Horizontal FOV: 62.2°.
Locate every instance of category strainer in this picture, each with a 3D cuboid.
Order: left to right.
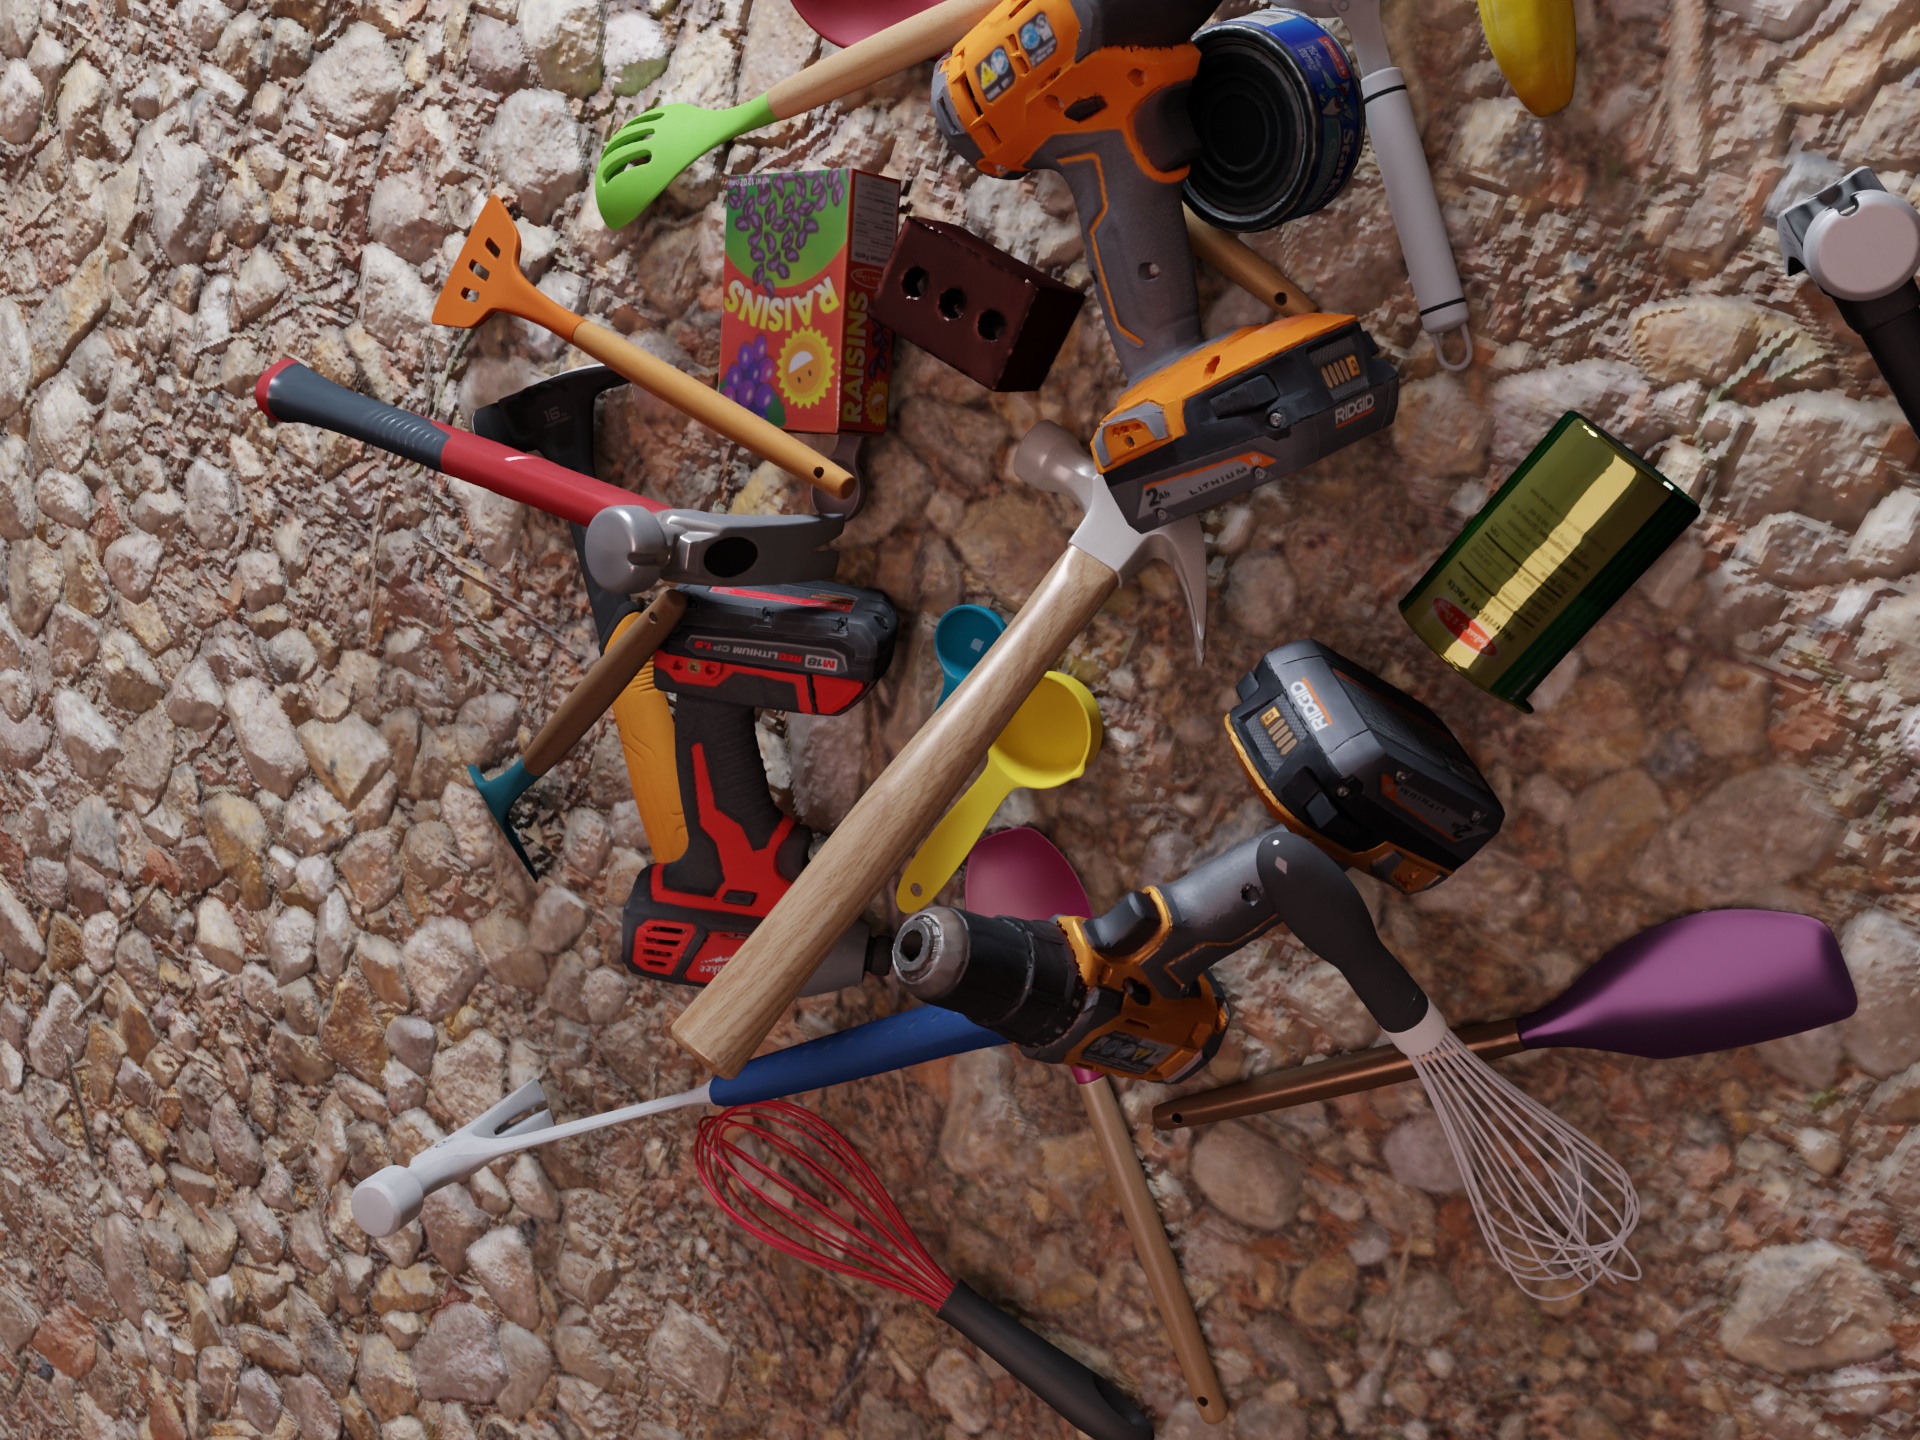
[{"bbox_3d":[0.173,-0.270,0.656,0.087,0.050,0.258,-16,96,14],"label":"strainer"}]

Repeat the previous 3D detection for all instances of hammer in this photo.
[{"bbox_3d":[-0.238,-0.135,0.832,0.387,0.143,0.038,23,110,35],"label":"hammer"},{"bbox_3d":[-0.176,-0.027,0.883,0.127,0.034,0.337,-12,94,29],"label":"hammer"},{"bbox_3d":[-0.136,0.199,0.863,0.405,0.144,0.035,-20,93,23],"label":"hammer"},{"bbox_3d":[-0.007,0.018,0.704,0.130,0.031,0.331,34,78,21],"label":"hammer"},{"bbox_3d":[0.380,-0.043,0.562,0.035,0.146,0.334,-29,98,29],"label":"hammer"}]

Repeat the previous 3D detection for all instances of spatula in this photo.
[{"bbox_3d":[-0.207,0.007,0.840,0.317,0.044,0.082,-37,80,47],"label":"spatula"},{"bbox_3d":[-0.171,-0.186,0.816,0.323,0.041,0.081,33,99,25],"label":"spatula"},{"bbox_3d":[0.228,0.145,0.719,0.316,0.018,0.060,-22,89,27],"label":"spatula"}]

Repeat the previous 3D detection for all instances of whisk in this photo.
[{"bbox_3d":[-0.022,0.299,0.857,0.296,0.073,0.073,33,113,13],"label":"whisk"},{"bbox_3d":[0.202,0.143,0.652,0.070,0.070,0.284,-27,116,29],"label":"whisk"}]

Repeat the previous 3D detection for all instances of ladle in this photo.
[{"bbox_3d":[0.038,-0.278,0.729,0.315,0.031,0.069,41,126,12],"label":"ladle"}]

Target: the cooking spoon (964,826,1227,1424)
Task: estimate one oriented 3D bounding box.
[{"bbox_3d":[0.075,0.206,0.809,0.069,0.017,0.319,-20,90,24],"label":"cooking spoon"}]

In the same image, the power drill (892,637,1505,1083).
[{"bbox_3d":[0.095,0.069,0.683,0.226,0.185,0.084,-45,44,24],"label":"power drill"}]

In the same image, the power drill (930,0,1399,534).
[{"bbox_3d":[0.088,-0.205,0.643,0.164,0.084,0.226,-18,99,55],"label":"power drill"}]

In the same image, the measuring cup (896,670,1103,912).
[{"bbox_3d":[0.016,0.039,0.800,0.062,0.029,0.156,44,116,15],"label":"measuring cup"}]

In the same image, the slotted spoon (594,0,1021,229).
[{"bbox_3d":[-0.067,-0.301,0.748,0.314,0.031,0.070,-9,61,34],"label":"slotted spoon"}]

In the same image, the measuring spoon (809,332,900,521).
[{"bbox_3d":[-0.045,-0.158,0.804,0.034,0.018,0.124,27,105,34],"label":"measuring spoon"}]

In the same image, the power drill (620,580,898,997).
[{"bbox_3d":[-0.096,0.041,0.819,0.143,0.079,0.219,9,108,2],"label":"power drill"}]

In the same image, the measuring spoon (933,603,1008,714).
[{"bbox_3d":[-0.001,-0.003,0.812,0.042,0.021,0.128,28,120,20],"label":"measuring spoon"}]
